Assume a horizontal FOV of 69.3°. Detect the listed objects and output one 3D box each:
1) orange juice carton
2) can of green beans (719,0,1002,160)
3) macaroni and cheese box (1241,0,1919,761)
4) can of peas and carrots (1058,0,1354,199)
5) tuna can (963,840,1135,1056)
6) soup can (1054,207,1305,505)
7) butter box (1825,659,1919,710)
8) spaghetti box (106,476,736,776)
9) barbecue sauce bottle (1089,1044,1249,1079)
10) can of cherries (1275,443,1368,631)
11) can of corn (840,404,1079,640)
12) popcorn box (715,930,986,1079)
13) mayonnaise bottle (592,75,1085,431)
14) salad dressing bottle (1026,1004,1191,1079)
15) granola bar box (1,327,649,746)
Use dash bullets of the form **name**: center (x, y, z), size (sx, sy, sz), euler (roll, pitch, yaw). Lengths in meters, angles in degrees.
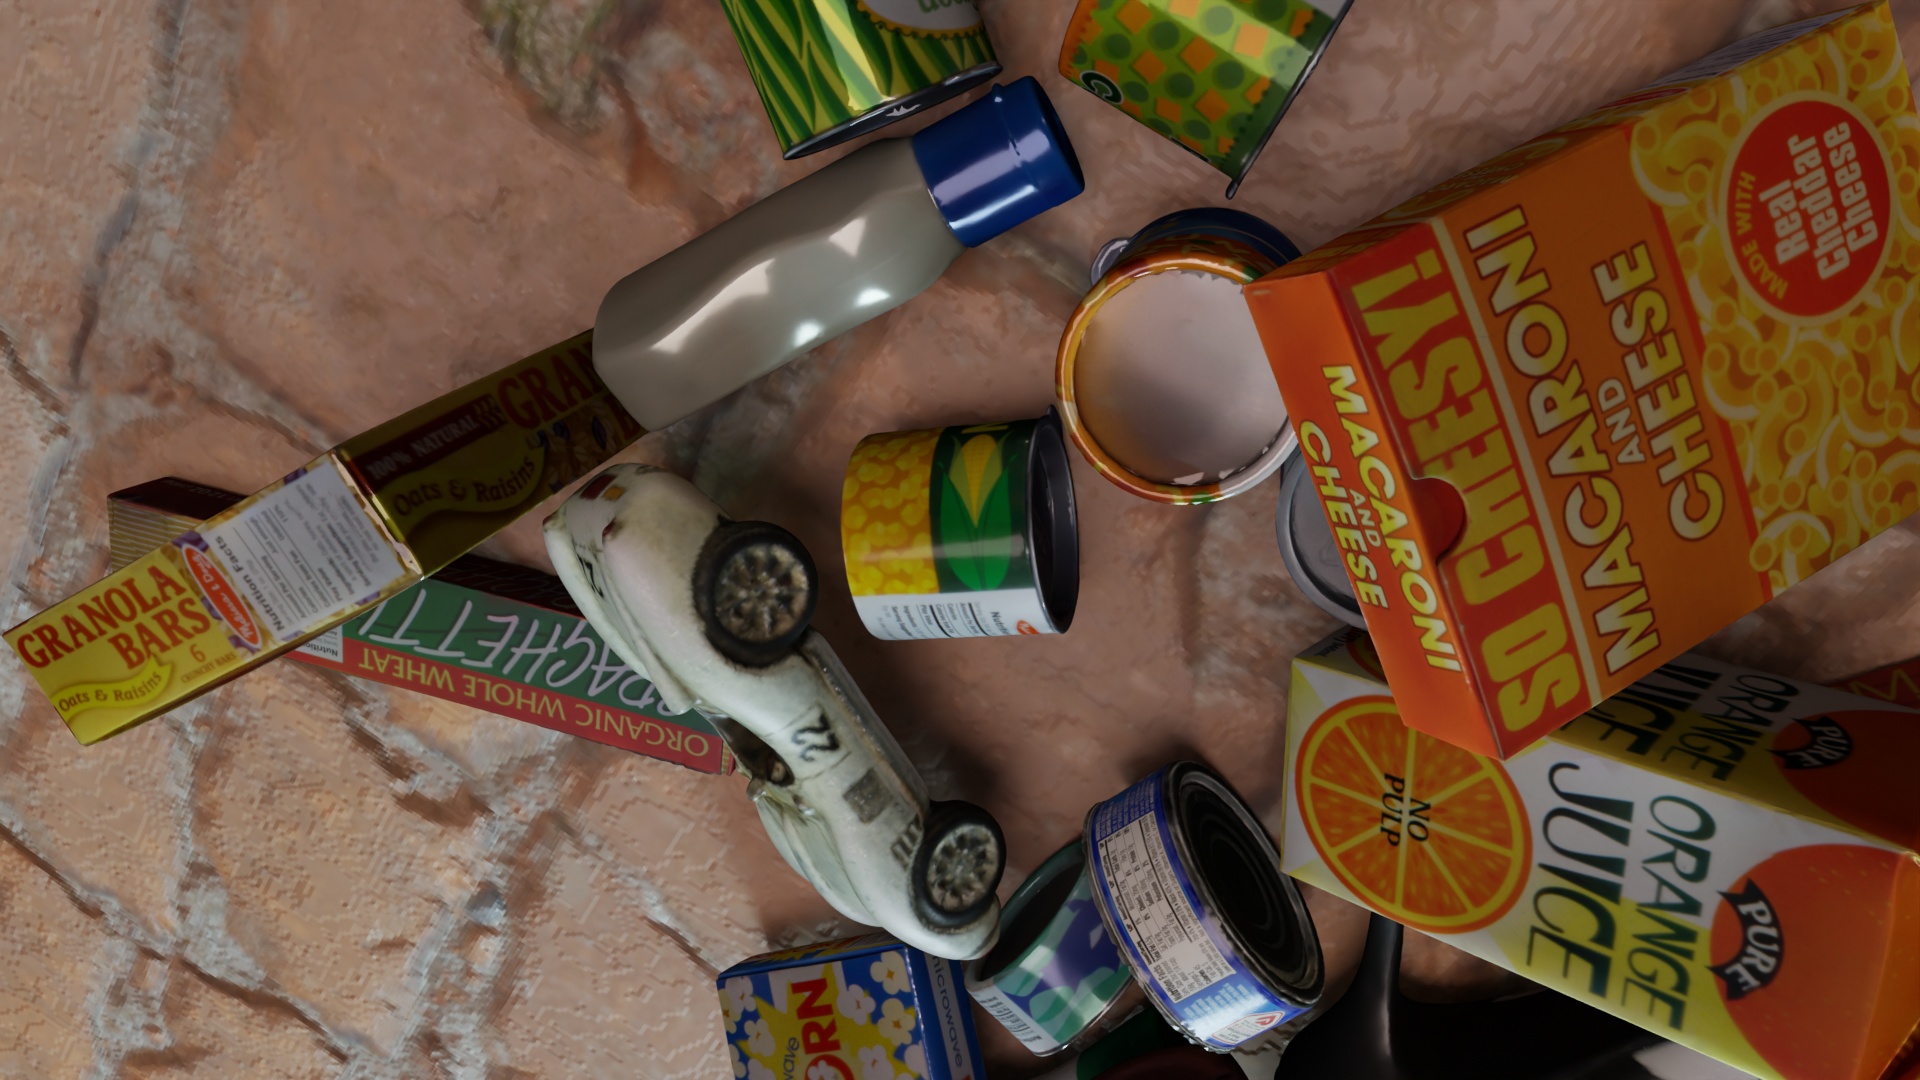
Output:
- **orange juice carton**: center (0.185, 0.076, 0.358), size (0.193, 0.072, 0.072), euler (17, 117, 42)
- **can of green beans**: center (-0.029, -0.144, 0.382), size (0.071, 0.071, 0.057), euler (-17, 104, 19)
- **macaroni and cheese box**: center (0.166, -0.041, 0.339), size (0.167, 0.040, 0.123), euler (-27, 103, -14)
- **can of peas and carrots**: center (0.065, -0.135, 0.362), size (0.059, 0.071, 0.070), euler (32, 114, 2)
- **tuna can**: center (0.036, 0.134, 0.468), size (0.033, 0.071, 0.071), euler (43, 114, -2)
- **soup can**: center (0.062, -0.054, 0.382), size (0.071, 0.084, 0.071), euler (5, 111, 13)
- **butter box**: center (0.272, 0.056, 0.386), size (0.103, 0.053, 0.024), euler (-22, 106, 21)
- **spaghetti box**: center (-0.192, 0.030, 0.506), size (0.250, 0.029, 0.050), euler (13, 112, 9)
- **barbecue sauce bottle**: center (0.091, 0.239, 0.467), size (0.065, 0.044, 0.148), euler (-23, 111, 11)
- **can of cherries**: center (0.125, -0.012, 0.396), size (0.071, 0.058, 0.071), euler (4, 110, 12)
- **can of corn**: center (0.002, -0.005, 0.426), size (0.058, 0.071, 0.071), euler (-4, 109, 16)
- **popcorn box**: center (-0.033, 0.208, 0.497), size (0.085, 0.038, 0.127), euler (-17, 80, 25)
- **mayonnaise bottle**: center (-0.037, -0.085, 0.409), size (0.148, 0.065, 0.041), euler (-24, 124, 16)
- **salad dressing bottle**: center (0.029, 0.222, 0.512), size (0.147, 0.044, 0.064), euler (-42, 86, 21)
- **granola bar box**: center (-0.166, -0.012, 0.410), size (0.124, 0.166, 0.039), euler (-23, 104, 20)
